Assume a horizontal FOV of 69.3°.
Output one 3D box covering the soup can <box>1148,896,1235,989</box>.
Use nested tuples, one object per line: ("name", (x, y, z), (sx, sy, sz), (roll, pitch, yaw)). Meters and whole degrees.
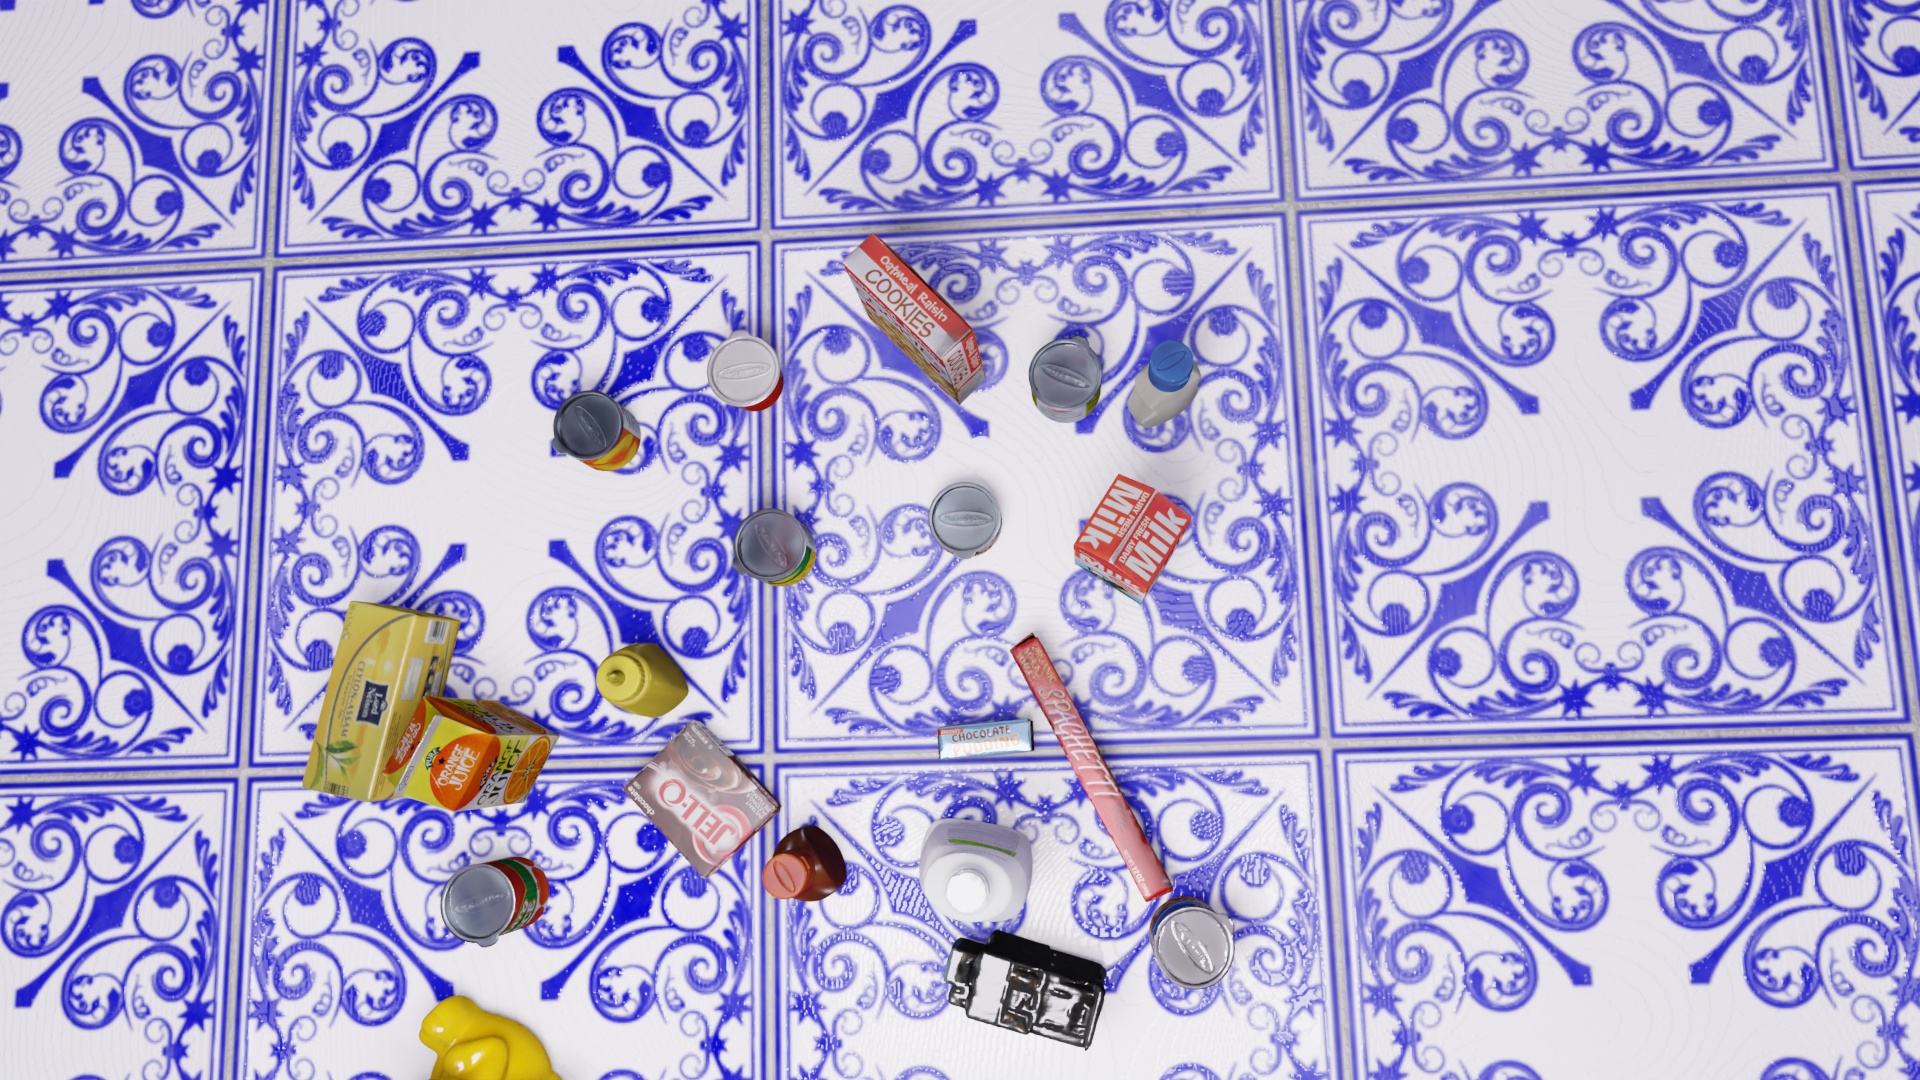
("soup can", (0.196, 0.337, 1.175), (0.071, 0.083, 0.071), (-1, 82, 5))

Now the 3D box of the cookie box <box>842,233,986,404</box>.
("cookie box", (-0.037, -0.193, 1.232), (0.040, 0.167, 0.123), (-45, 81, -2))

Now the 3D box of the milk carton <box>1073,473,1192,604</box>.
("milk carton", (0.144, -0.001, 1.177), (0.073, 0.190, 0.072), (32, 86, 8))

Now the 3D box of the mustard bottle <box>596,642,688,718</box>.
("mustard bottle", (-0.283, 0.120, 1.207), (0.049, 0.160, 0.065), (-37, 81, -1))

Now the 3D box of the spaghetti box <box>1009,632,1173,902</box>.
("spaghetti box", (0.113, 0.197, 1.220), (0.029, 0.050, 0.250), (-29, 80, 0))

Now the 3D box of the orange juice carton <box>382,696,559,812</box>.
("orange juice carton", (-0.424, 0.182, 1.193), (0.073, 0.192, 0.072), (26, 85, 8))

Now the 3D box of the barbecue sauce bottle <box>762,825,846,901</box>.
("barbecue sauce bottle", (-0.134, 0.277, 1.178), (0.044, 0.148, 0.065), (-33, 81, 0))

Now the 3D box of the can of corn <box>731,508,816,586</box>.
("can of corn", (-0.170, 0.009, 1.267), (0.071, 0.058, 0.071), (-1, 82, 5))

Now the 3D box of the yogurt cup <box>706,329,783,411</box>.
("yogurt cup", (-0.197, -0.153, 1.296), (0.072, 0.054, 0.072), (-1, 82, 5))

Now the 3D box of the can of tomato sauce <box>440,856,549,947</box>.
("can of tomato sauce", (-0.408, 0.317, 1.227), (0.071, 0.083, 0.071), (-1, 82, 5))

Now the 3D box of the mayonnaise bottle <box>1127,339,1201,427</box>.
("mayonnaise bottle", (0.180, -0.139, 1.216), (0.065, 0.148, 0.041), (-32, 81, 0))

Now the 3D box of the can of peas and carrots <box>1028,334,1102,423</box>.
("can of peas and carrots", (0.097, -0.147, 1.269), (0.071, 0.058, 0.071), (-1, 82, 5))

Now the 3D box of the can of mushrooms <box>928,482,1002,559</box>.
("can of mushrooms", (0.005, -0.016, 1.270), (0.071, 0.033, 0.071), (-1, 82, 4))

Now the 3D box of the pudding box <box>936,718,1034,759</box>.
("pudding box", (0.023, 0.176, 1.231), (0.084, 0.049, 0.030), (-6, 82, 4))

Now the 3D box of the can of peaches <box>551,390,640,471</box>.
("can of peaches", (-0.340, -0.100, 1.297), (0.071, 0.058, 0.071), (-1, 82, 5))
